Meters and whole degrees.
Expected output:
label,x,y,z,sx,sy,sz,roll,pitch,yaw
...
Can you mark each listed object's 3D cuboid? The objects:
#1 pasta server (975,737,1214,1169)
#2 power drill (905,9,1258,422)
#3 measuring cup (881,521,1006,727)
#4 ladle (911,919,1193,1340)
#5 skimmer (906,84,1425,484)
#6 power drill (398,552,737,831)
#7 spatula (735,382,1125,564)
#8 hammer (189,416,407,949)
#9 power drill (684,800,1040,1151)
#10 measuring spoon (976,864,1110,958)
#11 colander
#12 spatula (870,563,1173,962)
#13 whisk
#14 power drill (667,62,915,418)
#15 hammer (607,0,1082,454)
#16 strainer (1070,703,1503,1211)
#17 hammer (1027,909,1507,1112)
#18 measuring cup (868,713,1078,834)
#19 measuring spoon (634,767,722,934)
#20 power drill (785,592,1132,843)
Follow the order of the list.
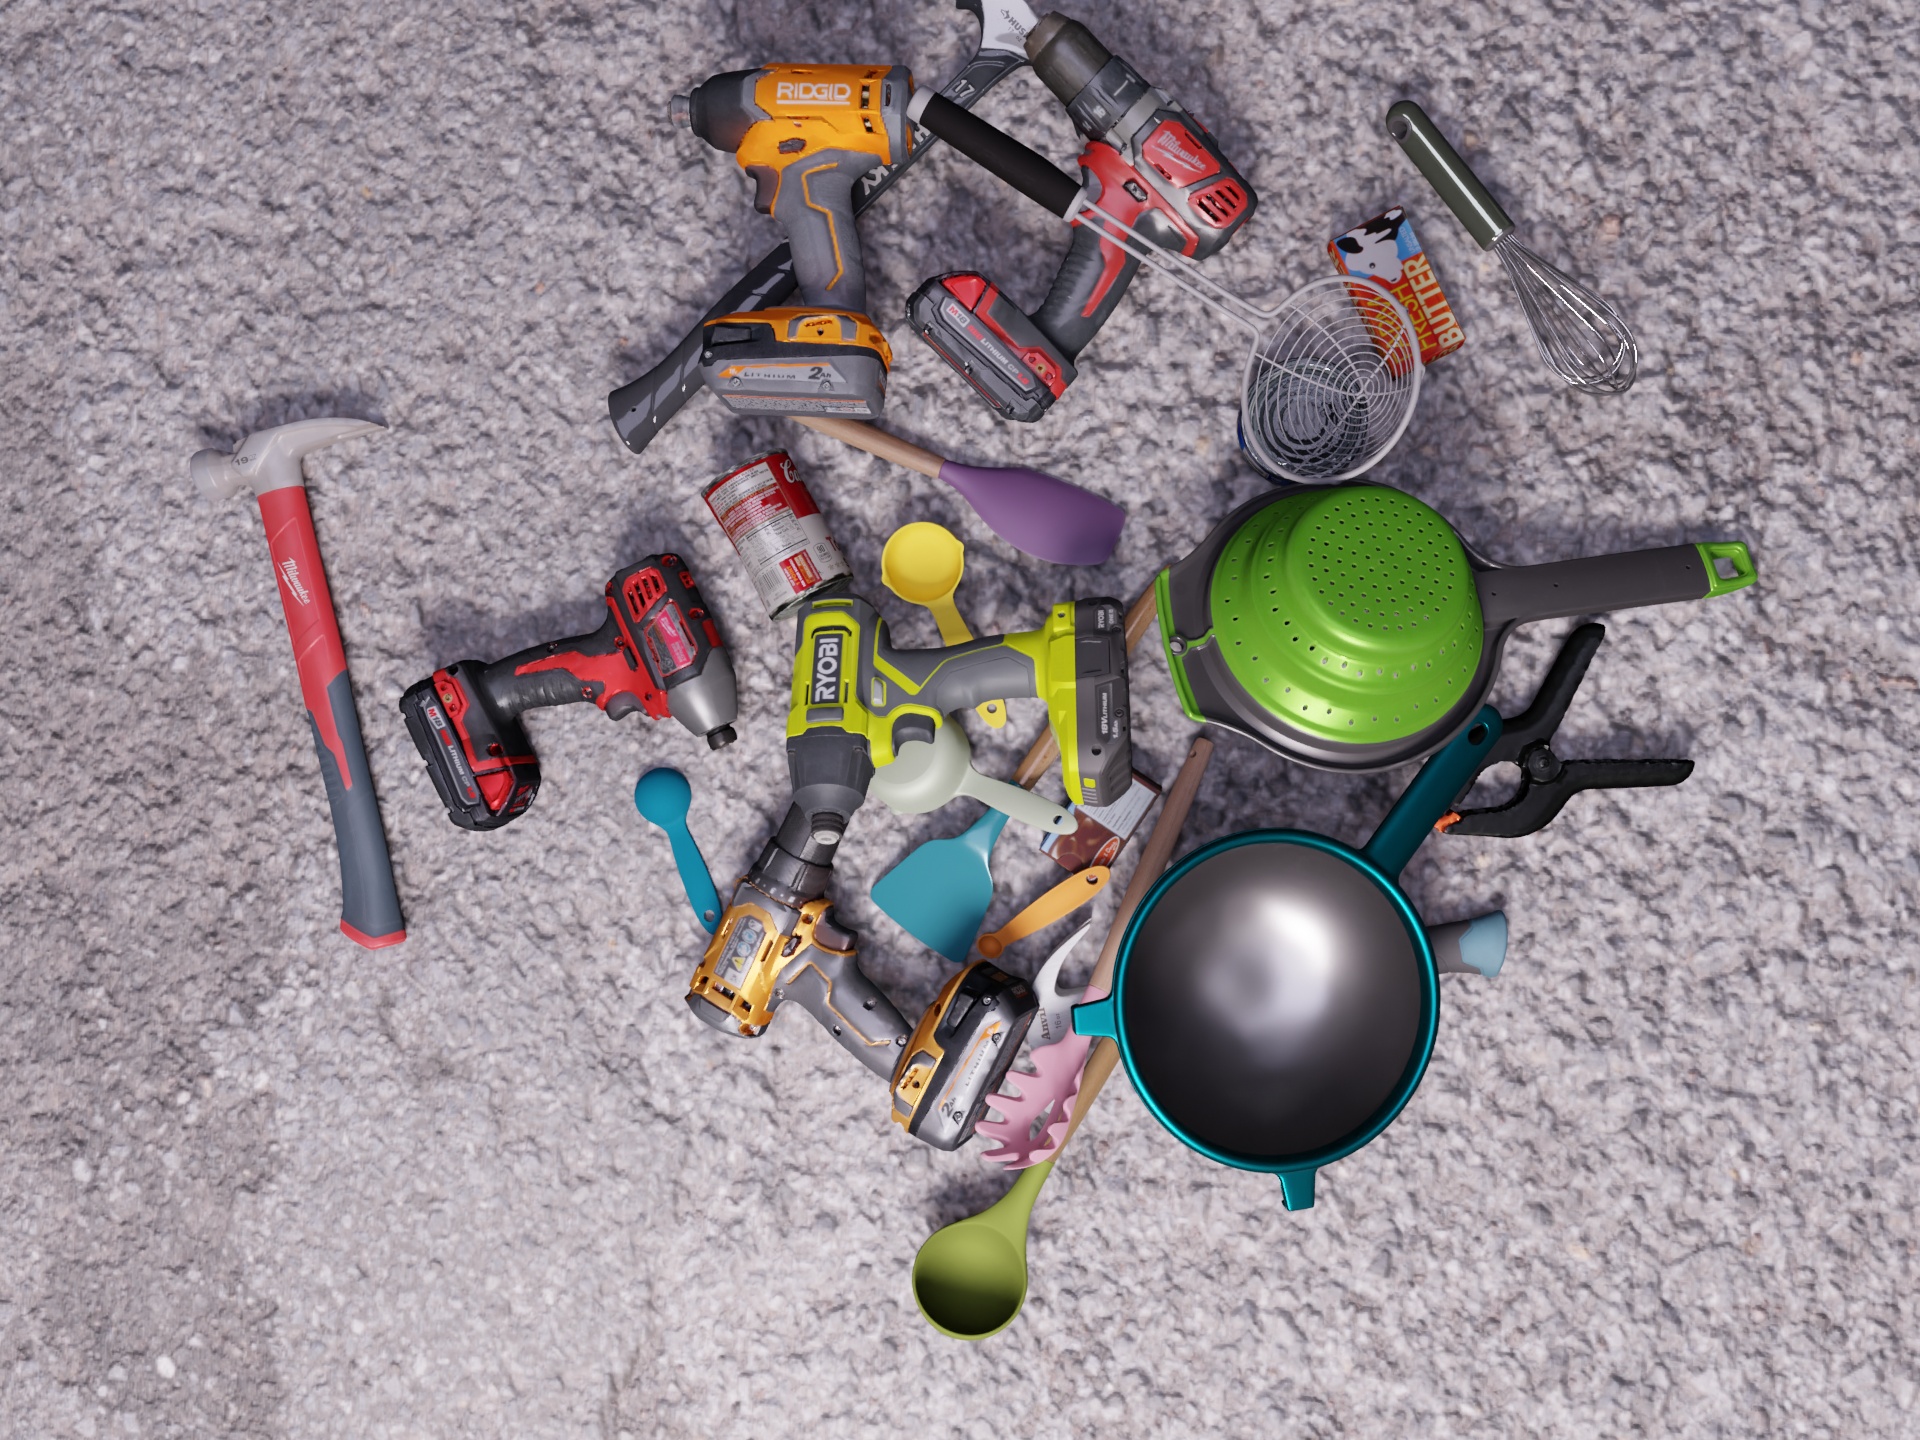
label,x,y,z,sx,sy,sz,roll,pitch,yaw
pasta server,0.099,0.151,1.059,0.060,0.040,0.316,13,74,47
power drill,0.061,-0.330,1.054,0.188,0.080,0.226,43,95,-11
measuring cup,-0.004,-0.067,1.117,0.062,0.029,0.156,-24,100,9
ladle,0.068,0.273,1.066,0.078,0.062,0.320,31,96,14
skimmer,0.117,-0.280,0.977,0.363,0.090,0.127,33,120,-2
power drill,-0.267,-0.011,1.125,0.219,0.078,0.143,-26,89,5
spatula,-0.037,-0.184,1.115,0.316,0.018,0.060,24,76,7
hammer,-0.450,-0.026,1.165,0.143,0.038,0.386,-14,90,6
power drill,-0.061,0.165,1.090,0.226,0.084,0.185,27,96,17
measuring spoon,0.058,0.131,1.101,0.117,0.011,0.021,-36,98,23
colander,0.326,-0.088,0.992,0.397,0.094,0.205,-8,70,-6
spatula,0.056,0.023,1.109,0.082,0.044,0.317,36,91,6
whisk,0.362,-0.313,1.051,0.059,0.057,0.246,-33,83,-27
power drill,-0.117,-0.320,1.049,0.164,0.084,0.226,3,88,4
hammer,-0.090,-0.337,1.102,0.409,0.036,0.149,-44,87,4
strainer,0.229,0.125,1.028,0.211,0.095,0.340,40,80,-4
hammer,0.206,0.179,1.087,0.331,0.033,0.128,-11,91,7
measuring cup,0.003,0.039,1.080,0.168,0.038,0.083,22,82,26
measuring spoon,-0.200,0.095,1.143,0.042,0.021,0.128,-23,87,8
power drill,-0.002,-0.003,1.041,0.223,0.080,0.171,-3,62,8
